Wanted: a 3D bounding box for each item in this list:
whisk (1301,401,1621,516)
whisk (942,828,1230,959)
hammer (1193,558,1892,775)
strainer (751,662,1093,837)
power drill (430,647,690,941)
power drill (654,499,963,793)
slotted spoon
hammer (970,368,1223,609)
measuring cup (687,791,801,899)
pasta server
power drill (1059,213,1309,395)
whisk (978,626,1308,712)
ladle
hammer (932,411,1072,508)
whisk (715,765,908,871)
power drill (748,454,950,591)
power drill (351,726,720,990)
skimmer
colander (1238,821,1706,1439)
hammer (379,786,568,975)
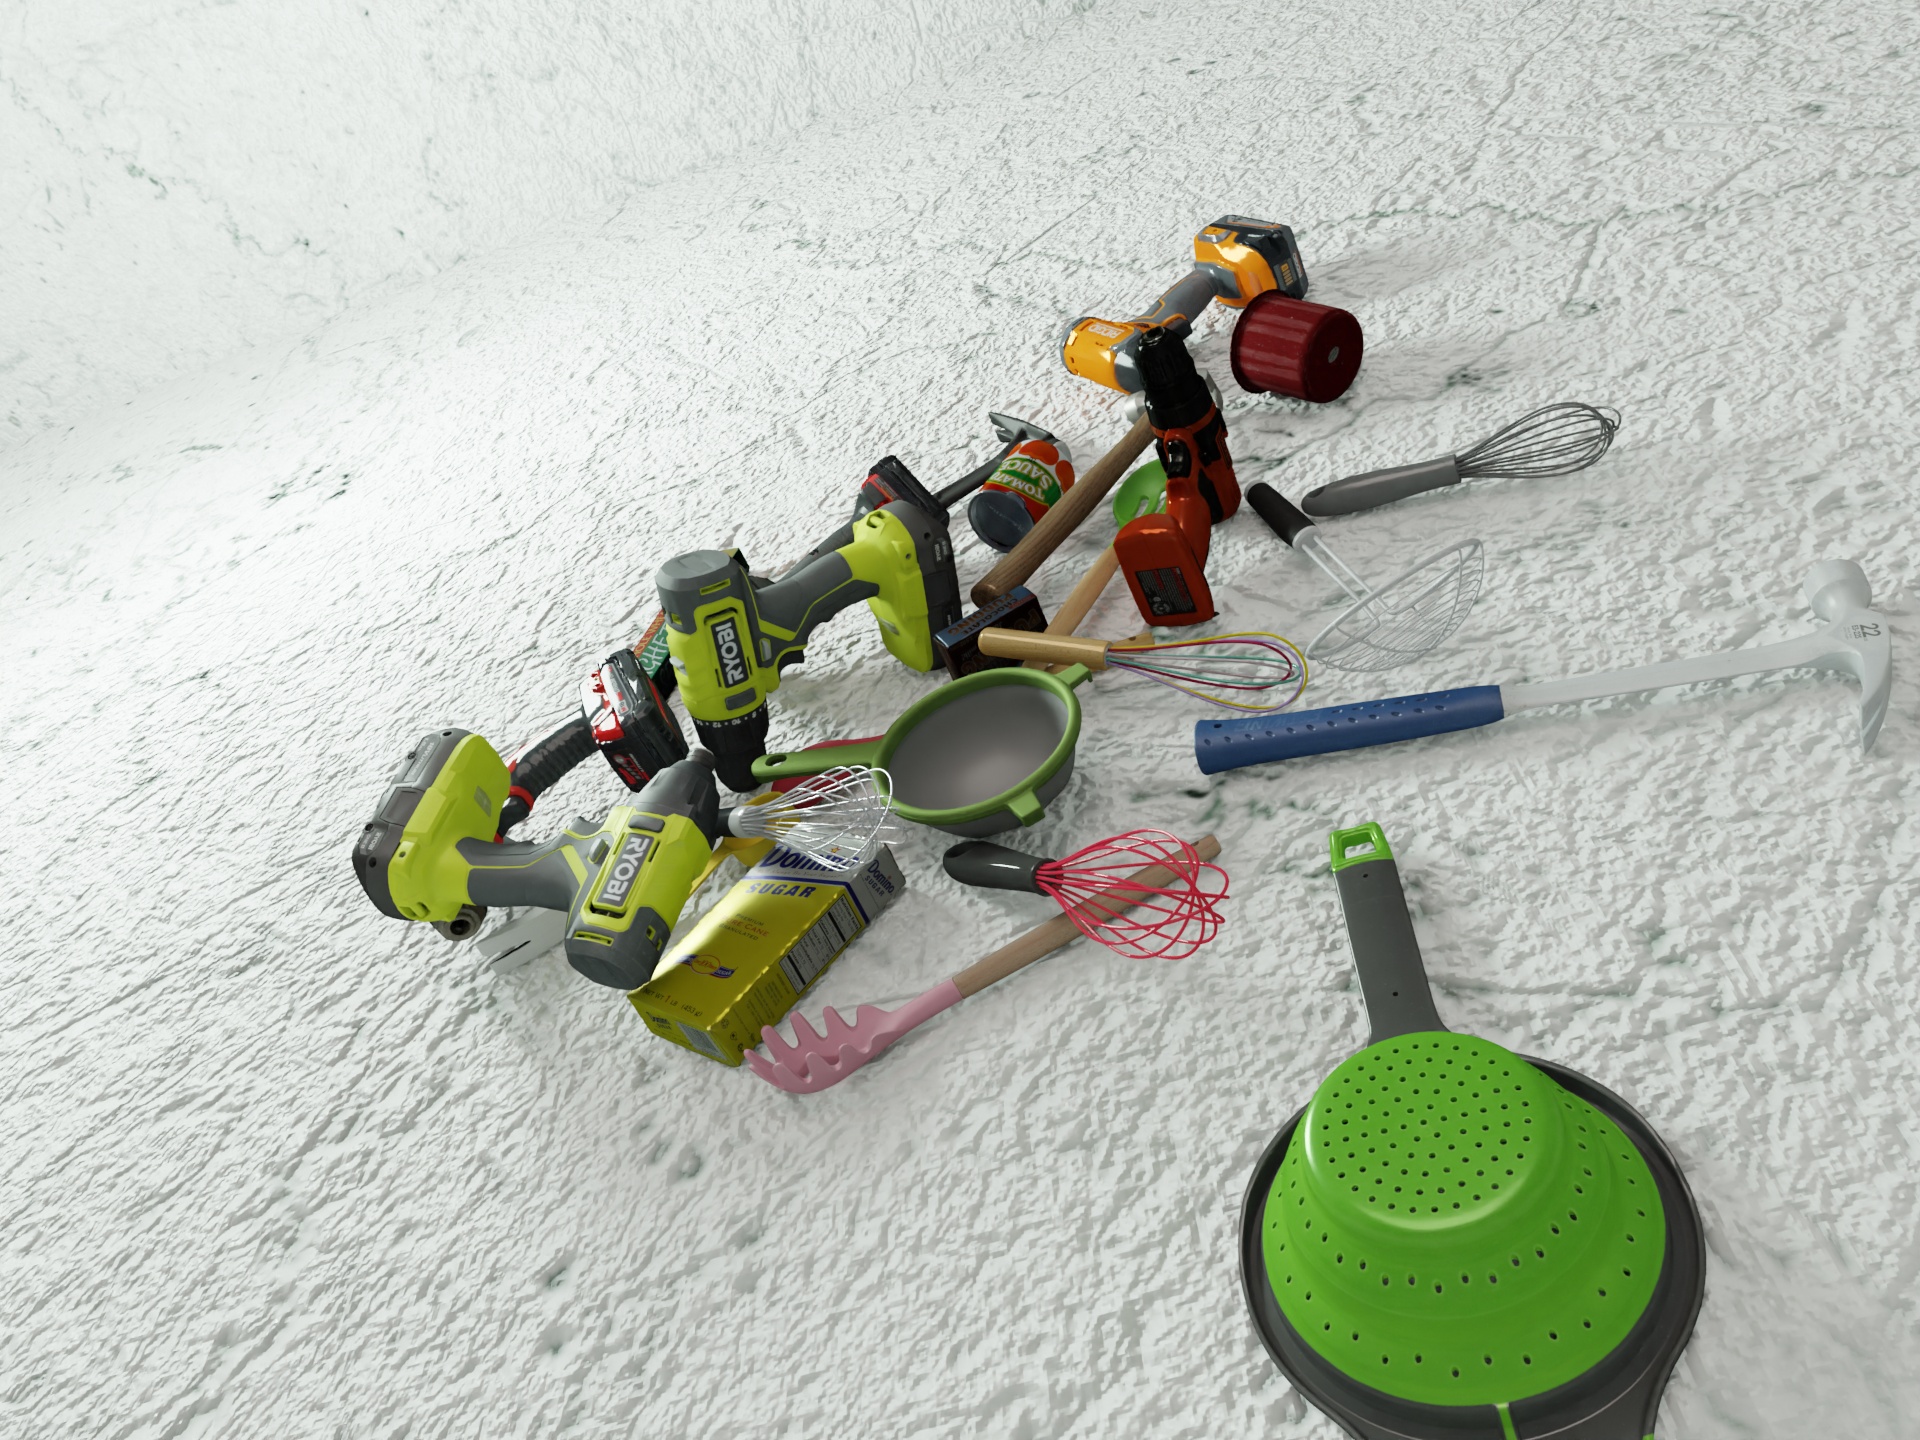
[{"bbox_3d":[0.374,-0.193,1.201,0.239,0.055,0.055,-12,35,26],"label":"whisk"},{"bbox_3d":[0.062,0.095,0.942,0.073,0.073,0.296,-39,17,-21],"label":"whisk"},{"bbox_3d":[0.344,-0.011,0.976,0.405,0.035,0.144,-10,36,21],"label":"hammer"},{"bbox_3d":[-0.027,0.041,1.112,0.256,0.069,0.152,-7,39,27],"label":"strainer"},{"bbox_3d":[-0.318,0.060,1.205,0.226,0.080,0.188,-30,37,-4],"label":"power drill"},{"bbox_3d":[-0.113,-0.061,1.231,0.228,0.190,0.080,-24,32,-25],"label":"power drill"},{"bbox_3d":[0.110,-0.117,1.263,0.070,0.031,0.314,-1,37,35],"label":"slotted spoon"},{"bbox_3d":[0.116,-0.199,1.337,0.130,0.031,0.331,-12,30,52],"label":"hammer"},{"bbox_3d":[-0.177,0.116,1.151,0.156,0.029,0.062,-45,32,-9],"label":"measuring cup"},{"bbox_3d":[0.019,0.144,0.968,0.316,0.040,0.060,-28,19,-7],"label":"pasta server"},{"bbox_3d":[0.225,-0.395,1.545,0.226,0.084,0.164,-37,36,-11],"label":"power drill"},{"bbox_3d":[0.126,-0.047,1.127,0.245,0.047,0.051,8,39,25],"label":"whisk"},{"bbox_3d":[-0.002,-0.004,1.198,0.315,0.031,0.069,-21,33,2],"label":"ladle"},{"bbox_3d":[-0.063,-0.181,1.471,0.337,0.034,0.127,-34,35,-13],"label":"hammer"},{"bbox_3d":[-0.127,0.069,1.074,0.070,0.070,0.285,-46,22,-29],"label":"whisk"},{"bbox_3d":[-0.118,-0.115,1.342,0.220,0.143,0.078,-39,81,-19],"label":"power drill"},{"bbox_3d":[-0.279,0.080,1.080,0.223,0.080,0.171,8,57,19],"label":"power drill"},{"bbox_3d":[0.254,-0.130,1.122,0.127,0.090,0.364,-34,27,7],"label":"skimmer"},{"bbox_3d":[0.217,0.158,0.770,0.204,0.094,0.397,-16,35,13],"label":"colander"},{"bbox_3d":[-0.388,0.104,1.286,0.335,0.035,0.146,16,50,45],"label":"hammer"}]
